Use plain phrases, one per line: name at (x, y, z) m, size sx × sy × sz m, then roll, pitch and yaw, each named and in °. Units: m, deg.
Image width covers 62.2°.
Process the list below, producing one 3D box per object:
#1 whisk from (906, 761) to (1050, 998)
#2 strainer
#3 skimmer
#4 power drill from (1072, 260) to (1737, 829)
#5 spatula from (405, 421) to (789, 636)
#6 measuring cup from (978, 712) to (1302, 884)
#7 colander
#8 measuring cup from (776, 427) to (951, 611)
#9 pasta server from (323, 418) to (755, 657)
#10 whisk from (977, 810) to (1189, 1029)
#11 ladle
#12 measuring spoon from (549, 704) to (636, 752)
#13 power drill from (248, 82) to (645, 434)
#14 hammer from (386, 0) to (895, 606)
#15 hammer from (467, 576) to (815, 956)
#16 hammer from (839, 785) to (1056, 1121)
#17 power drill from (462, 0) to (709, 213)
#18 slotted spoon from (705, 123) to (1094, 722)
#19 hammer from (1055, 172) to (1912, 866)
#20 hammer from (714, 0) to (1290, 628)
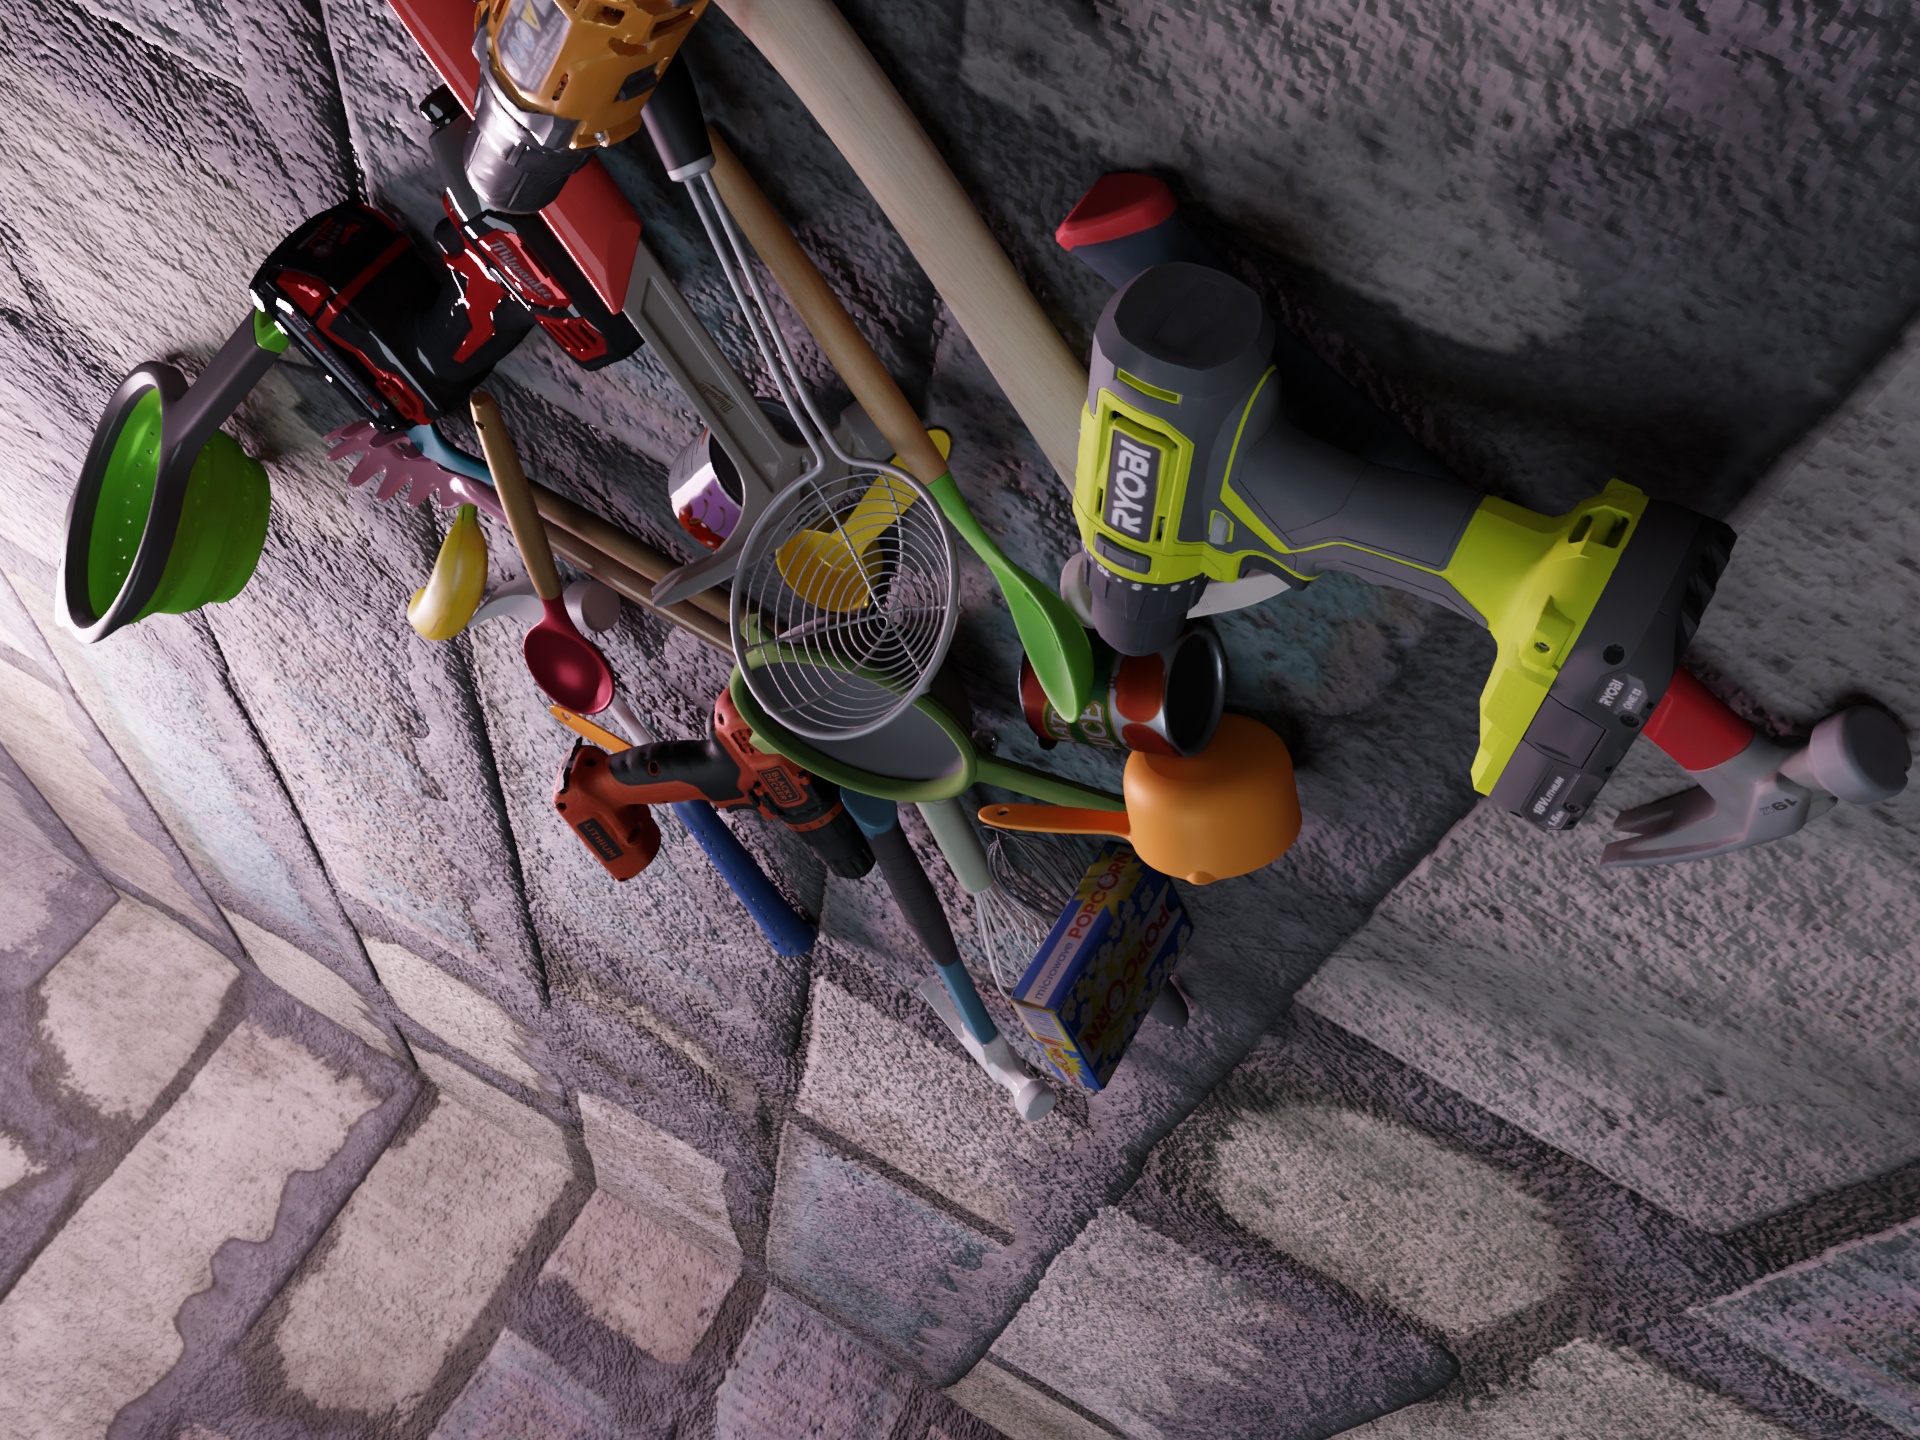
whisk at (0.014, 0.108, 1.047) m, size 0.059 × 0.058 × 0.246 m, roll 20°, pitch 150°, yaw 37°
strainer at (-0.001, -0.003, 0.908) m, size 0.256 × 0.069 × 0.151 m, roll 18°, pitch 152°, yaw 5°
skimmer at (-0.100, -0.165, 0.667) m, size 0.127 × 0.090 × 0.363 m, roll -7°, pitch 120°, yaw 32°
power drill at (0.146, -0.053, 0.603) m, size 0.228 × 0.080 × 0.190 m, roll 28°, pitch 152°, yaw 17°
spatula at (-0.238, -0.137, 0.972) m, size 0.317 × 0.044 × 0.082 m, roll 31°, pitch 150°, yaw -5°
measuring cup at (0.087, 0.034, 0.823) m, size 0.173 × 0.095 × 0.052 m, roll 1°, pitch 124°, yaw 20°
colander at (-0.506, -0.175, 1.094) m, size 0.094 × 0.205 × 0.397 m, roll 14°, pitch 149°, yaw -43°
measuring cup at (-0.044, -0.111, 0.832) m, size 0.062 × 0.029 × 0.156 m, roll 38°, pitch 138°, yaw -11°
pasta server at (-0.256, -0.107, 1.010) m, size 0.316 × 0.040 × 0.060 m, roll 30°, pitch 150°, yaw 0°
whisk at (0.086, 0.135, 1.037) m, size 0.055 × 0.055 × 0.238 m, roll -2°, pitch 140°, yaw 44°
ladle at (-0.251, -0.091, 0.946) m, size 0.069 × 0.031 × 0.315 m, roll 22°, pitch 154°, yaw 8°
measuring spoon at (-0.246, 0.013, 1.138) m, size 0.117 × 0.011 × 0.021 m, roll 25°, pitch 142°, yaw 19°
power drill at (-0.258, -0.230, 0.806) m, size 0.220 × 0.079 × 0.143 m, roll -5°, pitch 134°, yaw 42°
hammer at (-0.178, -0.227, 0.705) m, size 0.358 × 0.149 × 0.037 m, roll 54°, pitch -178°, yaw -23°
hammer at (-0.220, 0.045, 1.202) m, size 0.144 × 0.035 × 0.405 m, roll 7°, pitch 141°, yaw 36°
hammer at (-0.015, 0.156, 1.123) m, size 0.128 × 0.033 × 0.330 m, roll 41°, pitch 161°, yaw 44°
power drill at (-0.192, -0.308, 0.579) m, size 0.226 × 0.084 × 0.185 m, roll 53°, pitch 149°, yaw -8°
slotted spoon at (-0.025, -0.132, 0.725) m, size 0.313 × 0.031 × 0.070 m, roll 54°, pitch 173°, yaw -13°
hammer at (0.189, -0.074, 0.645) m, size 0.386 × 0.038 × 0.143 m, roll 38°, pitch 151°, yaw -8°
hammer at (0.001, -0.199, 0.644) m, size 0.146 × 0.038 × 0.410 m, roll -9°, pitch 130°, yaw 47°
